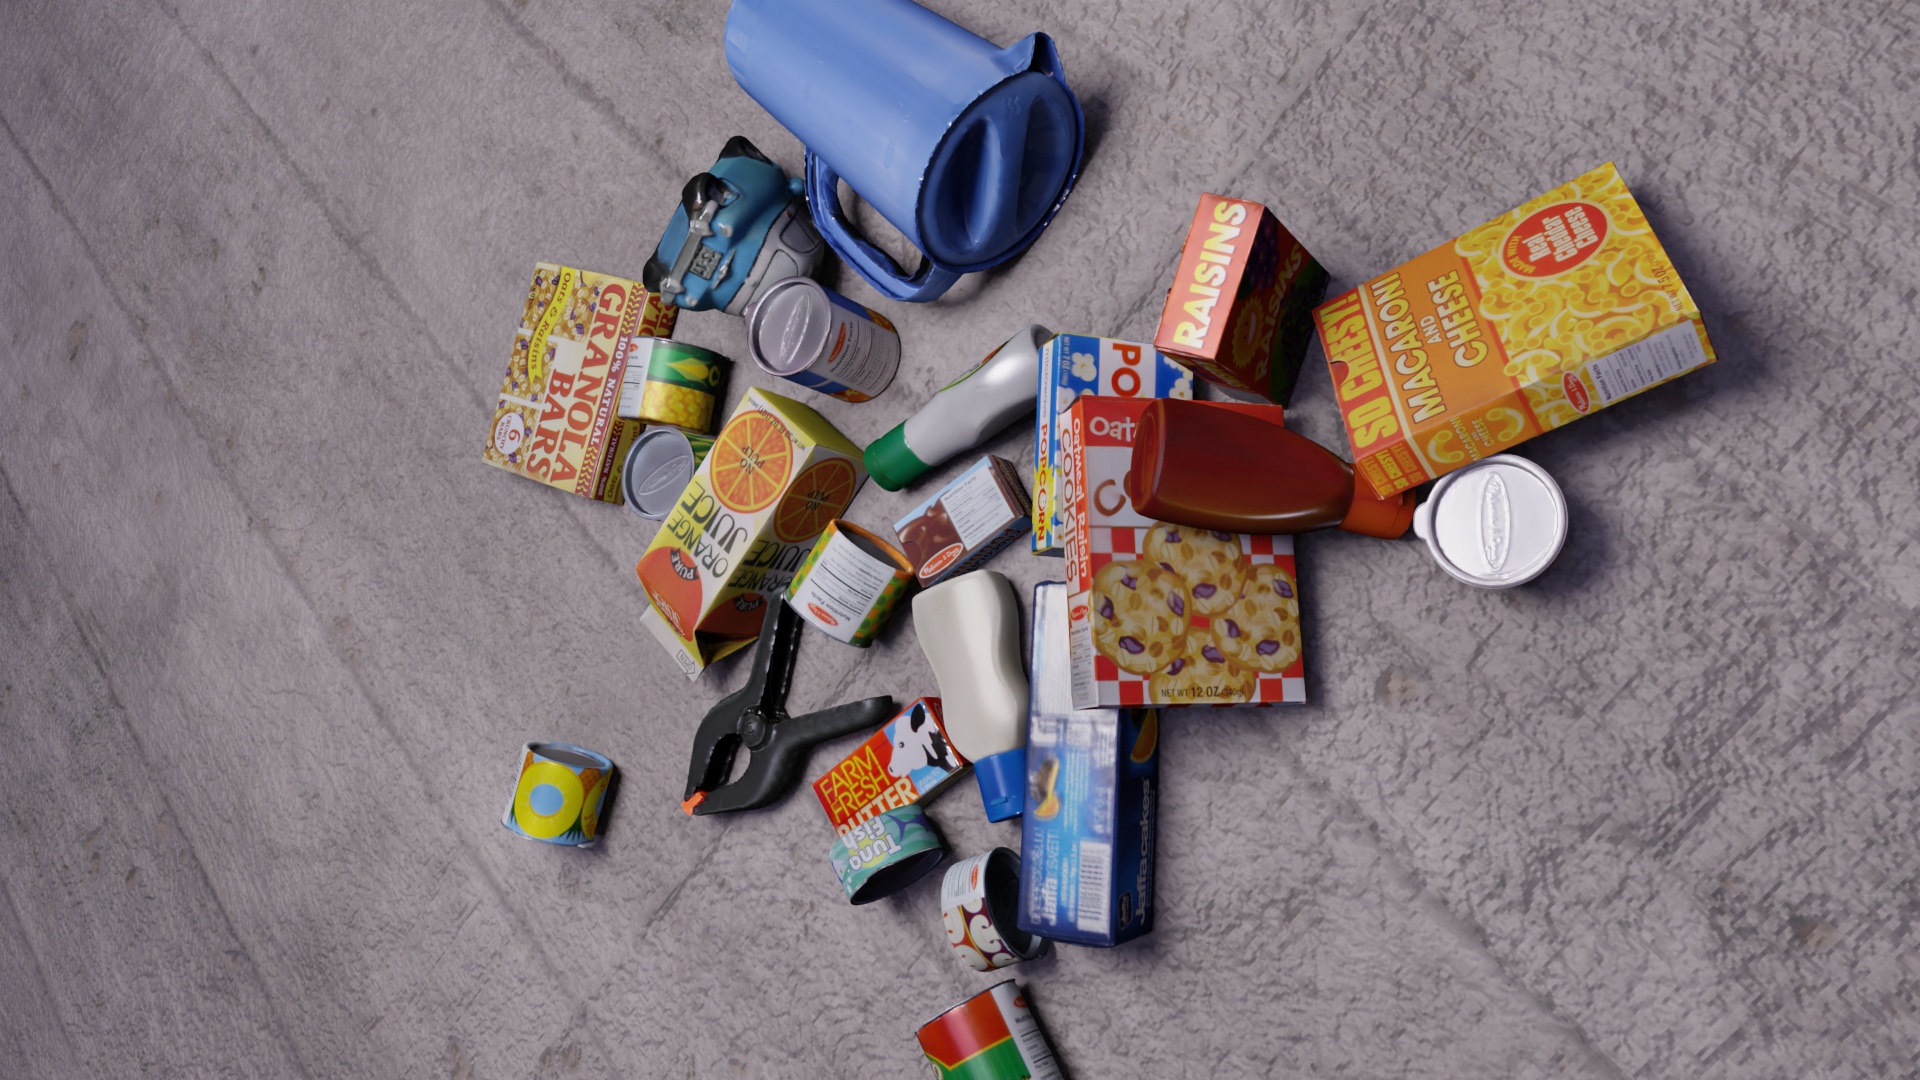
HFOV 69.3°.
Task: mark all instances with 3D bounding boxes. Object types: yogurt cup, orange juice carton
[{"bbox_3d":[0.276,-0.007,0.708,0.072,0.054,0.072,-5,80,29],"label":"yogurt cup"},{"bbox_3d":[-0.150,-0.001,0.939,0.072,0.073,0.192,41,103,28],"label":"orange juice carton"}]

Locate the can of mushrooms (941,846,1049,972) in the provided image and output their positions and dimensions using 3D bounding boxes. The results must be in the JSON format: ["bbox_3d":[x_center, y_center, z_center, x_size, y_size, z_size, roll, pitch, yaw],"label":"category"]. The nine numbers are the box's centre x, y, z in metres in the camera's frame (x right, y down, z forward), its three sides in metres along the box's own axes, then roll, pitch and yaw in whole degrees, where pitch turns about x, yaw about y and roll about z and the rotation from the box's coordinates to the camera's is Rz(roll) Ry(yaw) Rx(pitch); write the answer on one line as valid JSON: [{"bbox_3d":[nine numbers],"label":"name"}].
[{"bbox_3d":[0.021,0.218,0.813,0.033,0.071,0.071,-25,71,24],"label":"can of mushrooms"}]

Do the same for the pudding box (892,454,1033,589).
[{"bbox_3d":[0.003,-0.011,0.879,0.083,0.030,0.050,-36,68,20],"label":"pudding box"}]

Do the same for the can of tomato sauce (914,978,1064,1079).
[{"bbox_3d":[0.019,0.307,0.798,0.071,0.071,0.083,-37,67,20],"label":"can of tomato sauce"}]

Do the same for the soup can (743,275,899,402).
[{"bbox_3d":[-0.091,-0.132,0.920,0.071,0.084,0.071,-5,80,29],"label":"soup can"}]

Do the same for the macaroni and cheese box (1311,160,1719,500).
[{"bbox_3d":[0.271,-0.107,0.705,0.166,0.040,0.124,-25,42,24],"label":"macaroni and cheese box"}]

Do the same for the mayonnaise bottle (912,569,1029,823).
[{"bbox_3d":[0.016,0.096,0.849,0.064,0.041,0.148,-23,73,27],"label":"mayonnaise bottle"}]

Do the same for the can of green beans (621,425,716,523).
[{"bbox_3d":[-0.195,-0.043,0.980,0.071,0.058,0.071,-5,80,29],"label":"can of green beans"}]

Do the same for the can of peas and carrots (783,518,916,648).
[{"bbox_3d":[-0.070,0.027,0.896,0.071,0.071,0.058,39,102,28],"label":"can of peas and carrots"}]

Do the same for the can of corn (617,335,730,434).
[{"bbox_3d":[-0.205,-0.110,0.994,0.071,0.071,0.058,10,88,31],"label":"can of corn"}]

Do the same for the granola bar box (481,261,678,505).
[{"bbox_3d":[-0.291,-0.121,1.058,0.124,0.039,0.165,16,91,30],"label":"granola bar box"}]

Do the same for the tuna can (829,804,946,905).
[{"bbox_3d":[-0.046,0.192,0.851,0.071,0.071,0.033,-40,64,19],"label":"tuna can"}]

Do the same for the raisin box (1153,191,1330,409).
[{"bbox_3d":[0.155,-0.127,0.756,0.040,0.123,0.086,20,93,30],"label":"raisin box"}]

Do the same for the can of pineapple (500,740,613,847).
[{"bbox_3d":[-0.286,0.181,0.994,0.071,0.071,0.058,16,91,31],"label":"can of pineapple"}]

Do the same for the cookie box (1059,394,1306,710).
[{"bbox_3d":[0.121,0.007,0.760,0.040,0.123,0.167,147,122,-71],"label":"cookie box"}]

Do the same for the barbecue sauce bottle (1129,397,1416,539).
[{"bbox_3d":[0.166,-0.031,0.733,0.149,0.043,0.065,11,71,-12],"label":"barbecue sauce bottle"}]

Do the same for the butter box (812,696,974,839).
[{"bbox_3d":[-0.043,0.149,0.883,0.103,0.024,0.053,-40,66,19],"label":"butter box"}]

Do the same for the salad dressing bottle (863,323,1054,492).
[{"bbox_3d":[0.002,-0.080,0.875,0.147,0.064,0.044,-32,90,30],"label":"salad dressing bottle"}]

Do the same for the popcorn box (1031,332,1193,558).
[{"bbox_3d":[0.088,-0.052,0.805,0.038,0.085,0.127,159,114,-72],"label":"popcorn box"}]
